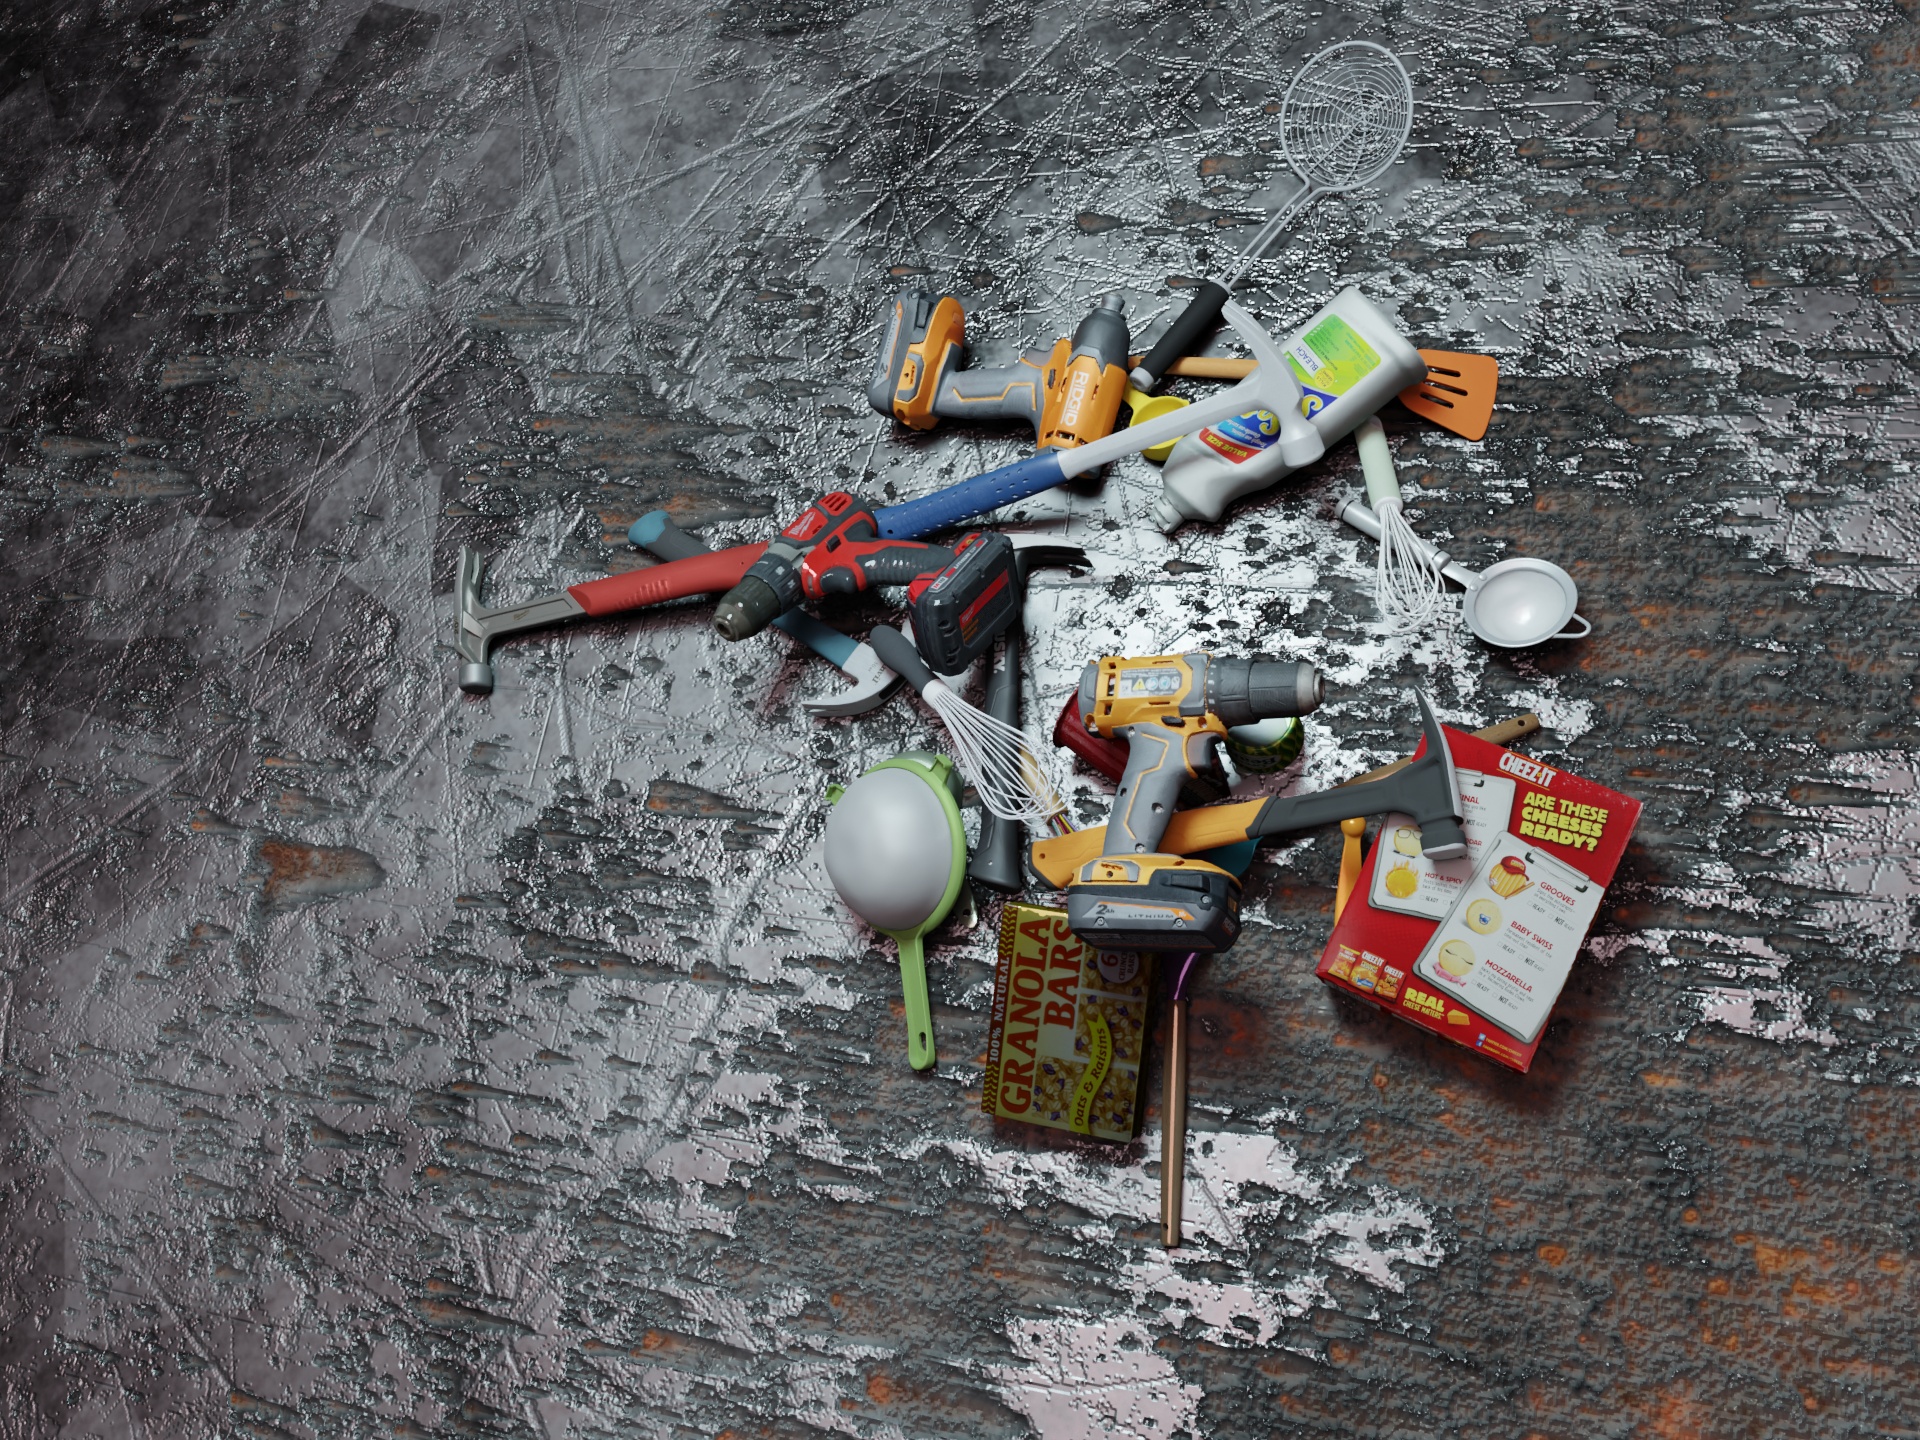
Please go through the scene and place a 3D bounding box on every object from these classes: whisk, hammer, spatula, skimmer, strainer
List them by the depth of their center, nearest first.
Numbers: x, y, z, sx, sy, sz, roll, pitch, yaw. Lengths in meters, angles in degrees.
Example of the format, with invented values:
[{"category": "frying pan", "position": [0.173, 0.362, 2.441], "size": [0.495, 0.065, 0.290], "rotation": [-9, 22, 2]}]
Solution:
[{"category": "hammer", "position": [0.208, 0.071, 1.219], "size": [0.337, 0.034, 0.127], "rotation": [-14, 66, 23]}, {"category": "spatula", "position": [0.170, 0.245, 1.243], "size": [0.060, 0.018, 0.316], "rotation": [-10, 68, 39]}, {"category": "spatula", "position": [0.309, 0.060, 1.272], "size": [0.317, 0.044, 0.082], "rotation": [-21, 65, 4]}, {"category": "whisk", "position": [0.351, -0.168, 1.300], "size": [0.059, 0.057, 0.247], "rotation": [-47, 31, 41]}, {"category": "strainer", "position": [-0.063, 0.158, 1.300], "size": [0.151, 0.069, 0.256], "rotation": [-16, 77, 43]}, {"category": "strainer", "position": [0.401, -0.125, 1.303], "size": [0.087, 0.050, 0.259], "rotation": [-46, 59, -10]}, {"category": "whisk", "position": [-0.001, -0.004, 1.313], "size": [0.070, 0.070, 0.285], "rotation": [-42, 47, -1]}, {"category": "whisk", "position": [0.090, 0.100, 1.317], "size": [0.051, 0.047, 0.245], "rotation": [-34, 60, 4]}, {"category": "hammer", "position": [0.040, -0.012, 1.350], "size": [0.146, 0.035, 0.335], "rotation": [-8, 62, 19]}, {"category": "hammer", "position": [0.096, -0.228, 1.367], "size": [0.405, 0.035, 0.144], "rotation": [-16, 110, 29]}, {"category": "spatula", "position": [0.304, -0.303, 1.409], "size": [0.323, 0.041, 0.081], "rotation": [9, 74, 24]}, {"category": "skimmer", "position": [0.267, -0.449, 1.426], "size": [0.127, 0.090, 0.363], "rotation": [36, 80, 25]}, {"category": "hammer", "position": [-0.183, -0.112, 1.482], "size": [0.331, 0.033, 0.128], "rotation": [32, 81, 25]}, {"category": "hammer", "position": [-0.328, -0.128, 1.503], "size": [0.359, 0.036, 0.149], "rotation": [-11, 72, 21]}]

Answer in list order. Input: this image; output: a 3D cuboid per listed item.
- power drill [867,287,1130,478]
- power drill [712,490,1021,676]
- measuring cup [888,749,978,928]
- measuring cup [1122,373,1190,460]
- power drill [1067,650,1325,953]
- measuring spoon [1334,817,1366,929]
[{"category": "power drill", "position": [0.043, -0.324, 1.448], "size": [0.226, 0.084, 0.164], "rotation": [18, 94, 21]}, {"category": "power drill", "position": [-0.083, -0.111, 1.355], "size": [0.227, 0.080, 0.188], "rotation": [19, 49, 31]}, {"category": "measuring cup", "position": [-0.023, 0.099, 1.349], "size": [0.083, 0.038, 0.168], "rotation": [-27, 63, 6]}, {"category": "measuring cup", "position": [0.159, -0.290, 1.452], "size": [0.062, 0.029, 0.157], "rotation": [-37, 53, 1]}, {"category": "power drill", "position": [0.173, 0.054, 1.180], "size": [0.185, 0.084, 0.226], "rotation": [-3, 67, 25]}, {"category": "measuring spoon", "position": [0.304, 0.130, 1.239], "size": [0.021, 0.011, 0.117], "rotation": [5, 83, 3]}]
